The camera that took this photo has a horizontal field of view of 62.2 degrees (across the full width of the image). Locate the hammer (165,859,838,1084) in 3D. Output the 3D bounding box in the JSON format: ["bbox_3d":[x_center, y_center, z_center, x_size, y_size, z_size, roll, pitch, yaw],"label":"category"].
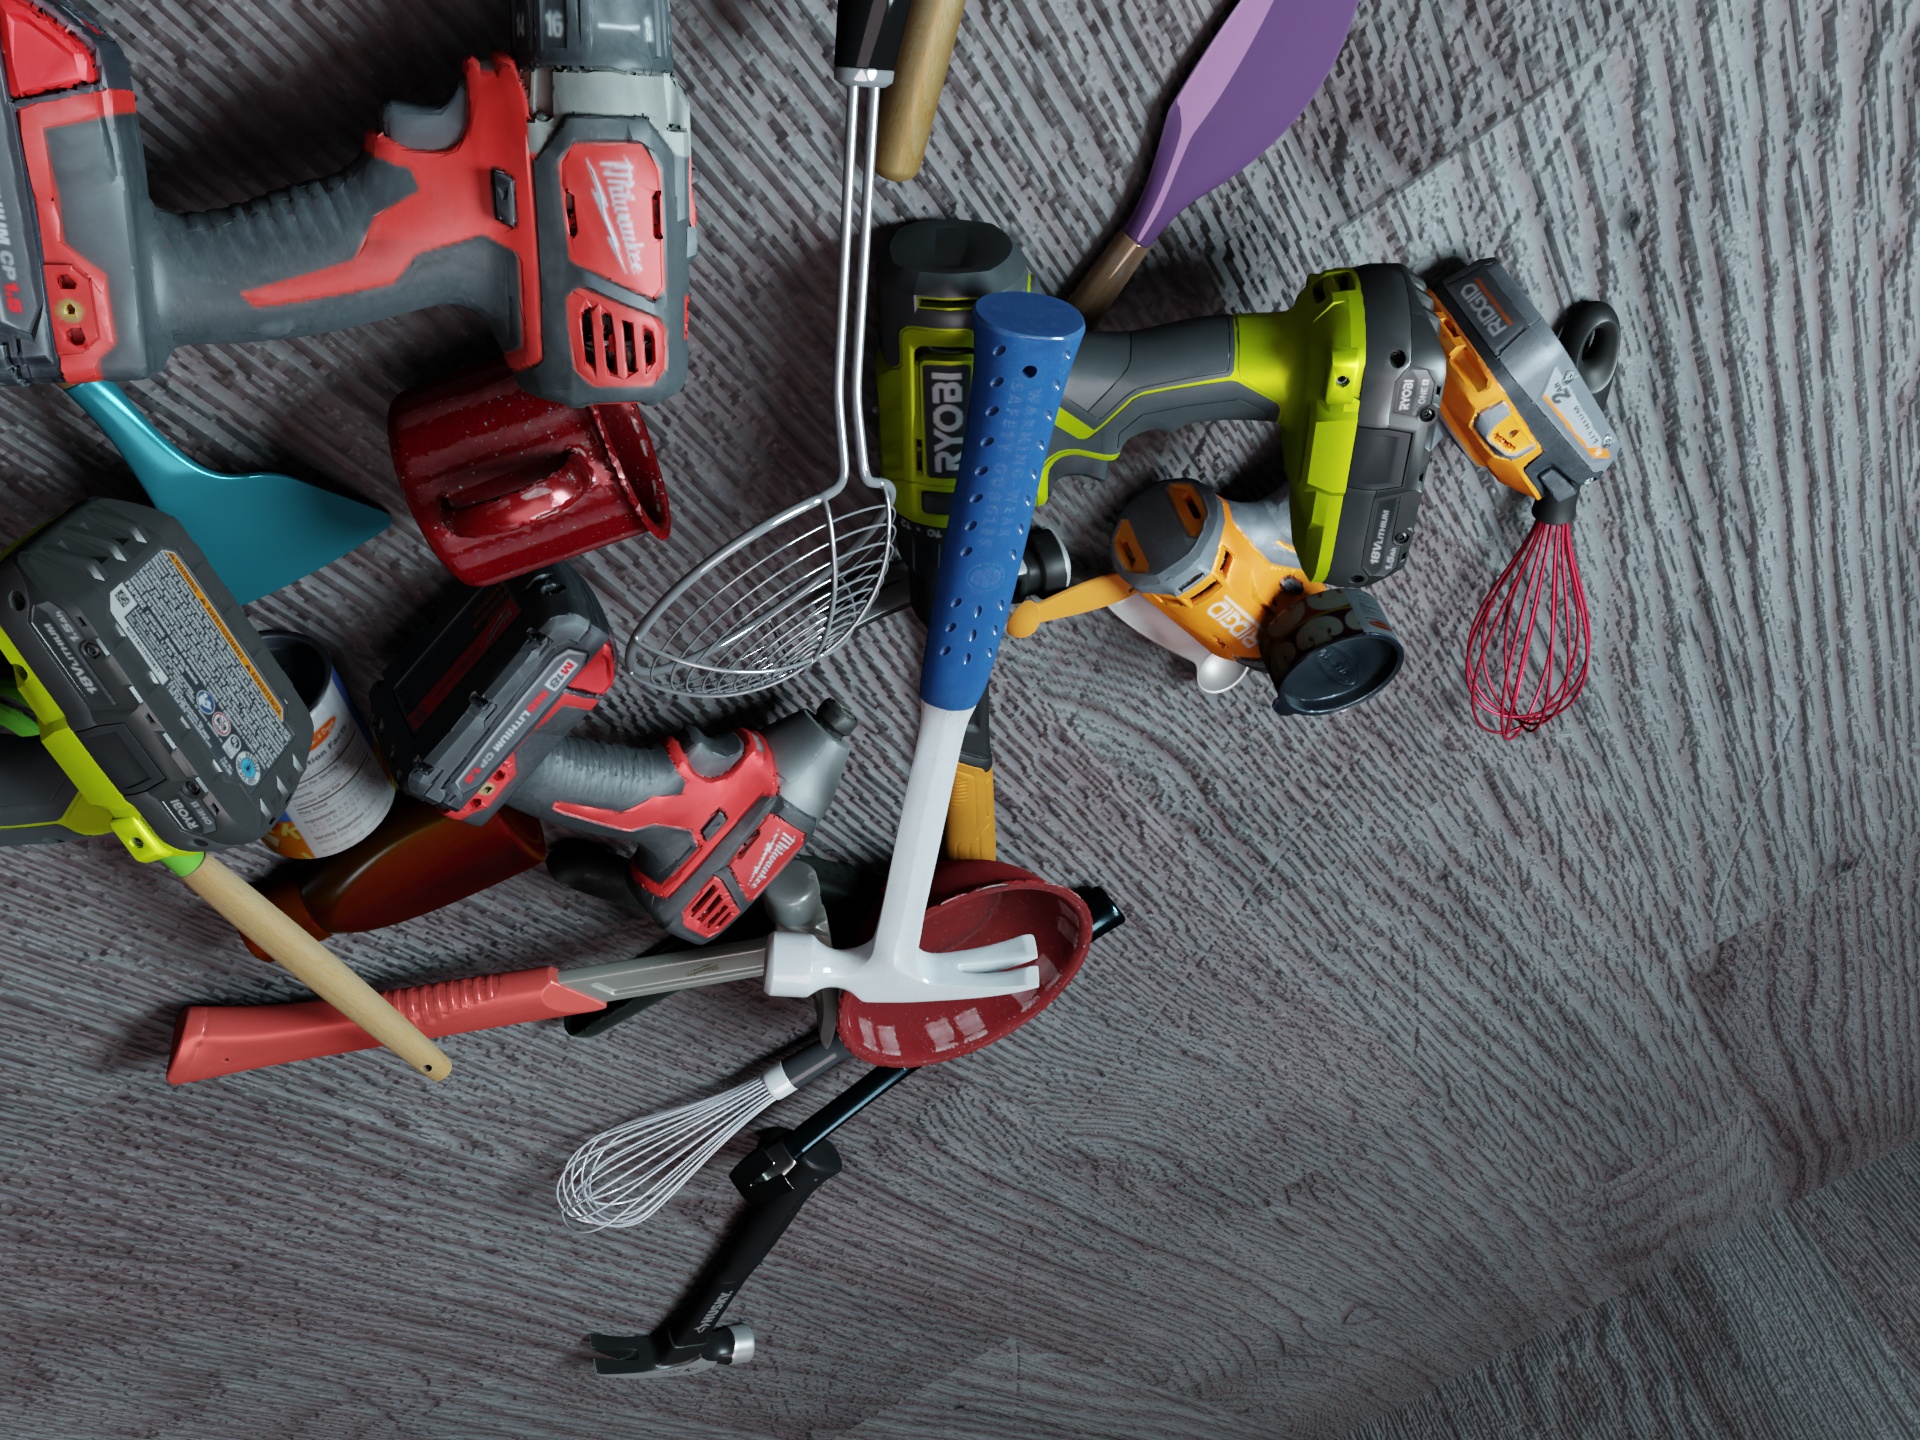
[{"bbox_3d":[-0.248,0.159,0.884,0.359,0.037,0.149,-9,137,-7],"label":"hammer"}]

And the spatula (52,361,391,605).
[{"bbox_3d":[-0.327,-0.144,0.552,0.082,0.044,0.317,-27,136,5],"label":"spatula"}]

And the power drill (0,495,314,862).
[{"bbox_3d":[-0.385,0.005,0.607,0.223,0.080,0.171,-16,119,13],"label":"power drill"}]

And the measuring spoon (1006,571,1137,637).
[{"bbox_3d":[0.063,-0.059,0.801,0.117,0.011,0.021,-21,140,-46],"label":"measuring spoon"}]

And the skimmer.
[{"bbox_3d":[-0.063,-0.173,0.580,0.127,0.090,0.363,-27,131,-51],"label":"skimmer"}]

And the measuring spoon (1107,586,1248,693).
[{"bbox_3d":[0.116,-0.052,0.881,0.124,0.018,0.034,30,108,-37],"label":"measuring spoon"}]

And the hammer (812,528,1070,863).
[{"bbox_3d":[-0.004,0.035,0.901,0.127,0.034,0.336,-15,140,-11],"label":"hammer"}]

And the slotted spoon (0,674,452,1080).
[{"bbox_3d":[-0.344,0.084,0.748,0.070,0.031,0.313,-28,128,8],"label":"slotted spoon"}]

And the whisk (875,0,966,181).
[{"bbox_3d":[0.008,-0.292,0.533,0.047,0.051,0.244,-8,142,-27],"label":"whisk"}]

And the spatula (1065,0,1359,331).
[{"bbox_3d":[0.063,-0.188,0.694,0.059,0.018,0.315,14,127,-38],"label":"spatula"}]

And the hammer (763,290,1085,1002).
[{"bbox_3d":[-0.001,-0.002,0.720,0.144,0.035,0.405,5,133,-9],"label":"hammer"}]

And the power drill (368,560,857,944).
[{"bbox_3d":[-0.150,0.013,0.751,0.143,0.079,0.219,-47,136,5],"label":"power drill"}]

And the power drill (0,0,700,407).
[{"bbox_3d":[-0.195,-0.192,0.497,0.226,0.080,0.187,-5,112,-19],"label":"power drill"}]

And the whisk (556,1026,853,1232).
[{"bbox_3d":[-0.149,0.258,1.070,0.284,0.070,0.070,-32,140,2],"label":"whisk"}]

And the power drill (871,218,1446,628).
[{"bbox_3d":[0.077,-0.115,0.687,0.228,0.080,0.190,1,131,2],"label":"power drill"}]

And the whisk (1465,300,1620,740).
[{"bbox_3d":[0.332,-0.102,0.897,0.073,0.073,0.295,-16,134,-9],"label":"whisk"}]

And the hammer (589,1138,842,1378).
[{"bbox_3d":[-0.181,0.430,1.259,0.146,0.035,0.334,6,132,-32],"label":"hammer"}]

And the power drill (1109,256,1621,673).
[{"bbox_3d":[0.207,-0.109,0.808,0.226,0.084,0.164,-35,140,21],"label":"power drill"}]

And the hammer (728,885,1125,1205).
[{"bbox_3d":[-0.025,0.219,1.070,0.331,0.033,0.128,-39,177,9],"label":"hammer"}]
